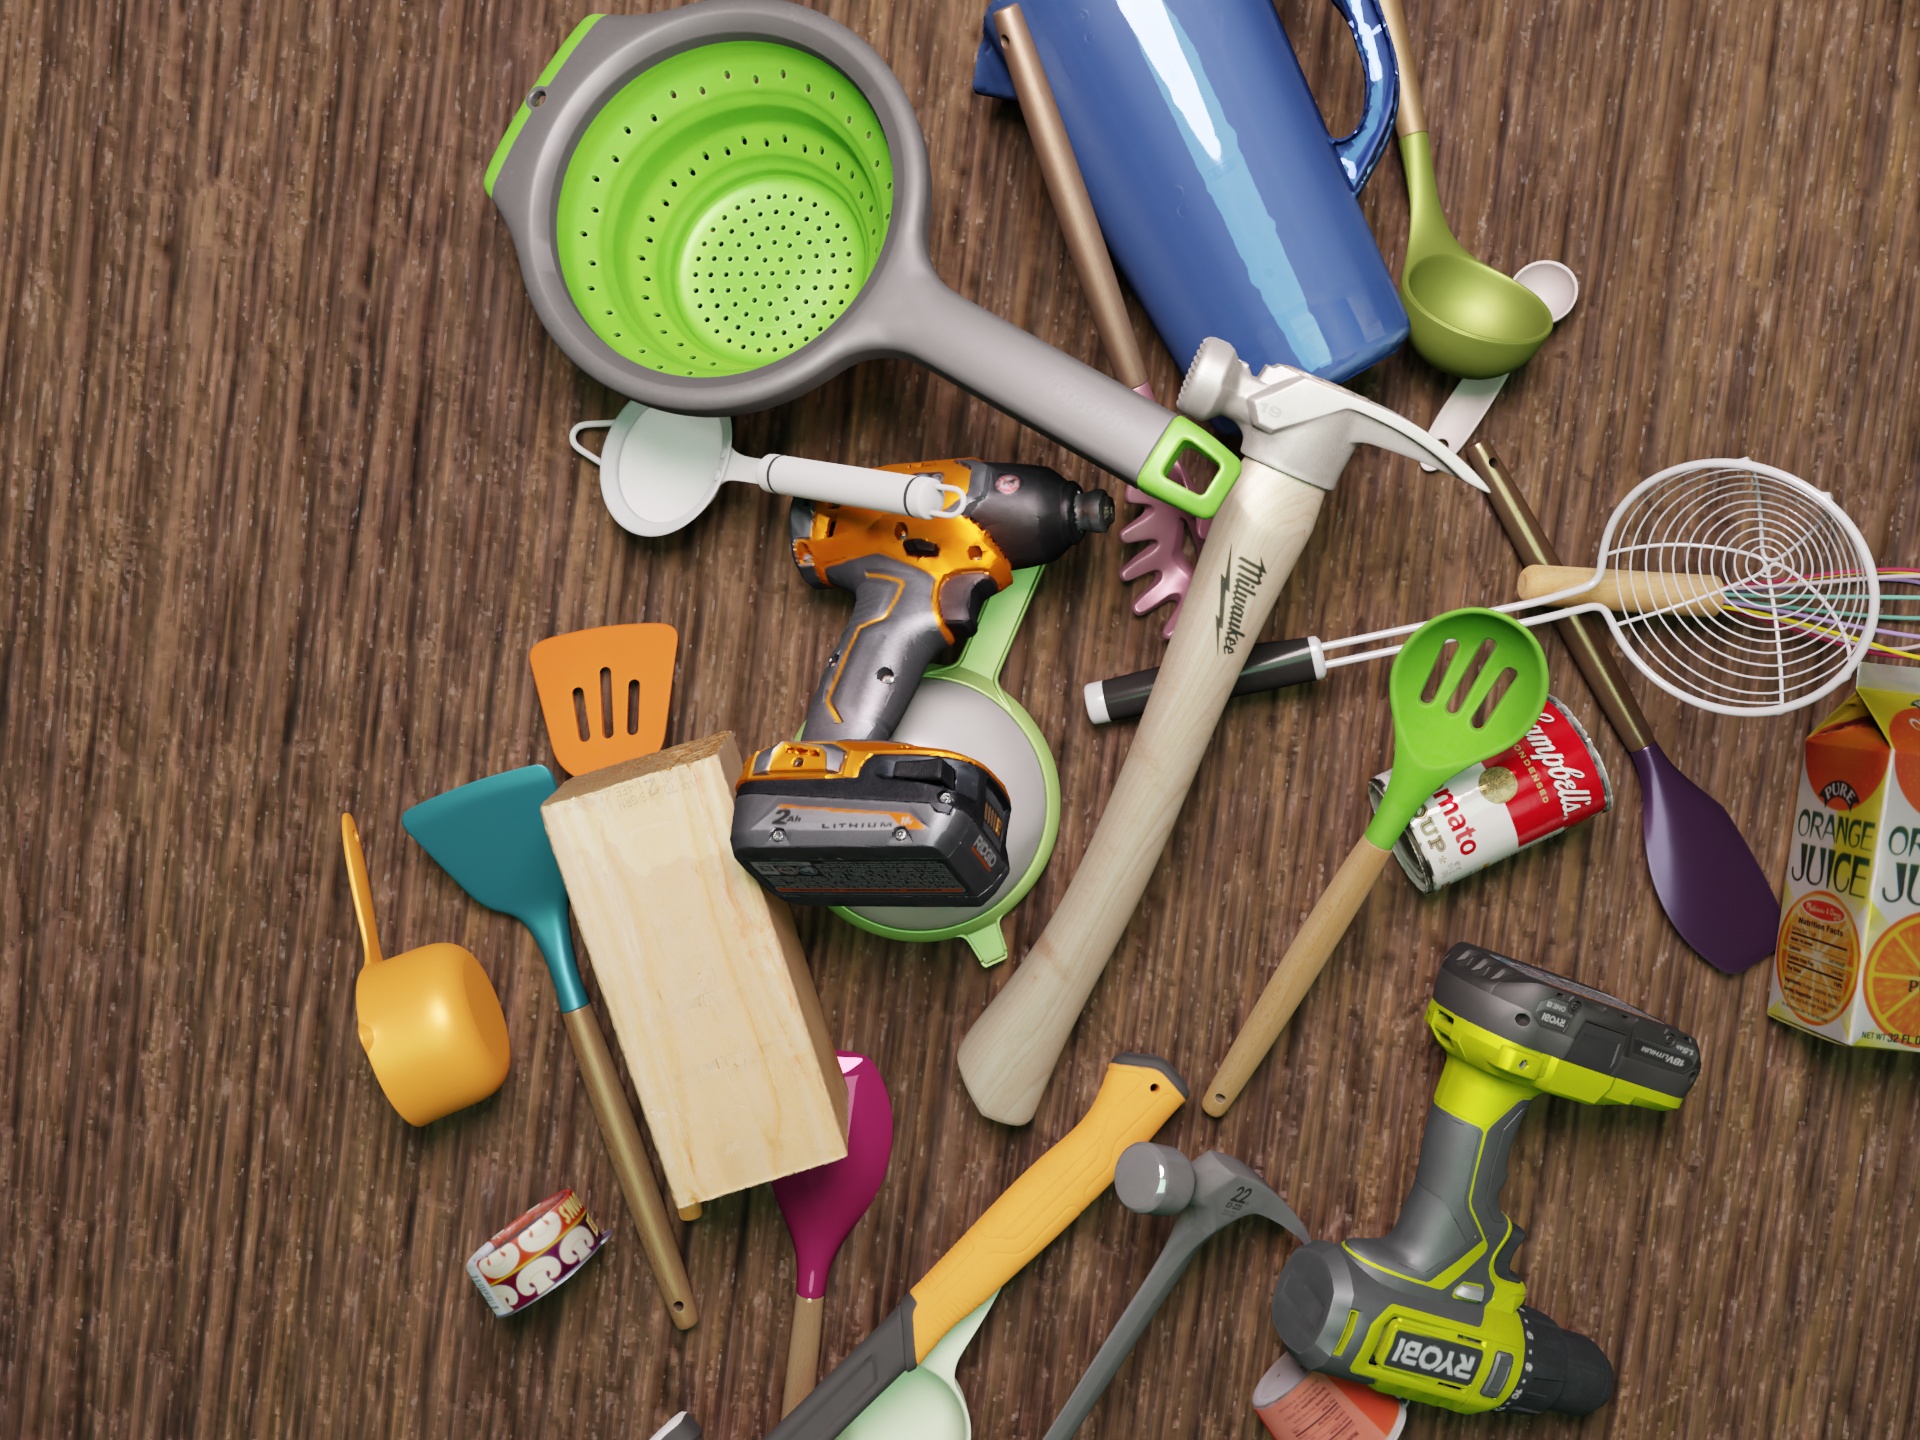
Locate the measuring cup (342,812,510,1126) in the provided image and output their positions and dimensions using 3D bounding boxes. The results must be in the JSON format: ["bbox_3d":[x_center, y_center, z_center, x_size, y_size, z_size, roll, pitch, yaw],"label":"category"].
[{"bbox_3d":[-0.283,0.121,0.836,0.052,0.095,0.174,-19,74,-4],"label":"measuring cup"}]

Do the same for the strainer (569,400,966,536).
[{"bbox_3d":[-0.096,-0.121,0.787,0.259,0.050,0.087,15,87,38],"label":"strainer"}]

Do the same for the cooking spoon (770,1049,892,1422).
[{"bbox_3d":[-0.084,0.337,0.863,0.069,0.017,0.319,6,92,1],"label":"cooking spoon"}]

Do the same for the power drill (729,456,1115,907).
[{"bbox_3d":[-0.015,-0.029,0.760,0.164,0.084,0.227,-2,60,20],"label":"power drill"}]

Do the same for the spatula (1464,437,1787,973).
[{"bbox_3d":[0.346,-0.008,0.841,0.060,0.018,0.316,-29,92,-9],"label":"spatula"}]

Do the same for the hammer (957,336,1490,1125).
[{"bbox_3d":[0.105,0.031,0.787,0.146,0.038,0.410,22,108,0],"label":"hammer"}]

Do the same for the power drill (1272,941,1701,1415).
[{"bbox_3d":[0.285,0.247,0.818,0.190,0.080,0.228,20,94,-16],"label":"power drill"}]

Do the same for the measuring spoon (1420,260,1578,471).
[{"bbox_3d":[0.281,-0.184,0.839,0.034,0.018,0.124,36,100,21],"label":"measuring spoon"}]

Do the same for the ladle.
[{"bbox_3d":[0.232,-0.327,0.808,0.078,0.062,0.320,-11,87,-24],"label":"ladle"}]

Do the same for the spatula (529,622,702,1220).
[{"bbox_3d":[-0.169,0.110,0.855,0.081,0.041,0.322,-8,96,1],"label":"spatula"}]

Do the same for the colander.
[{"bbox_3d":[-0.040,-0.198,0.773,0.397,0.094,0.204,32,90,13],"label":"colander"}]

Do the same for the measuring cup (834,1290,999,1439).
[{"bbox_3d":[-0.011,0.337,0.857,0.083,0.038,0.167,30,83,1],"label":"measuring cup"}]

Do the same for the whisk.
[{"bbox_3d":[0.410,-0.059,0.817,0.245,0.051,0.047,4,94,-2],"label":"whisk"}]

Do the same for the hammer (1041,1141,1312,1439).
[{"bbox_3d":[0.043,0.397,0.835,0.144,0.035,0.405,22,102,-40],"label":"hammer"}]

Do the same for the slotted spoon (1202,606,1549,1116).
[{"bbox_3d":[0.194,0.080,0.795,0.070,0.031,0.313,30,114,11],"label":"slotted spoon"}]

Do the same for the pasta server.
[{"bbox_3d":[0.072,-0.187,0.782,0.040,0.060,0.316,-37,116,-32],"label":"pasta server"}]

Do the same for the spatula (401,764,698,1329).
[{"bbox_3d":[-0.200,0.181,0.847,0.082,0.044,0.317,-19,93,0],"label":"spatula"}]

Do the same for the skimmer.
[{"bbox_3d":[0.236,-0.036,0.776,0.363,0.090,0.127,-12,107,13],"label":"skimmer"}]

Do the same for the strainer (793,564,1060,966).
[{"bbox_3d":[-0.001,-0.003,0.822,0.151,0.069,0.256,23,94,0],"label":"strainer"}]

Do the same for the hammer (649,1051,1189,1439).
[{"bbox_3d":[-0.003,0.305,0.824,0.337,0.034,0.127,-44,81,-7],"label":"hammer"}]
